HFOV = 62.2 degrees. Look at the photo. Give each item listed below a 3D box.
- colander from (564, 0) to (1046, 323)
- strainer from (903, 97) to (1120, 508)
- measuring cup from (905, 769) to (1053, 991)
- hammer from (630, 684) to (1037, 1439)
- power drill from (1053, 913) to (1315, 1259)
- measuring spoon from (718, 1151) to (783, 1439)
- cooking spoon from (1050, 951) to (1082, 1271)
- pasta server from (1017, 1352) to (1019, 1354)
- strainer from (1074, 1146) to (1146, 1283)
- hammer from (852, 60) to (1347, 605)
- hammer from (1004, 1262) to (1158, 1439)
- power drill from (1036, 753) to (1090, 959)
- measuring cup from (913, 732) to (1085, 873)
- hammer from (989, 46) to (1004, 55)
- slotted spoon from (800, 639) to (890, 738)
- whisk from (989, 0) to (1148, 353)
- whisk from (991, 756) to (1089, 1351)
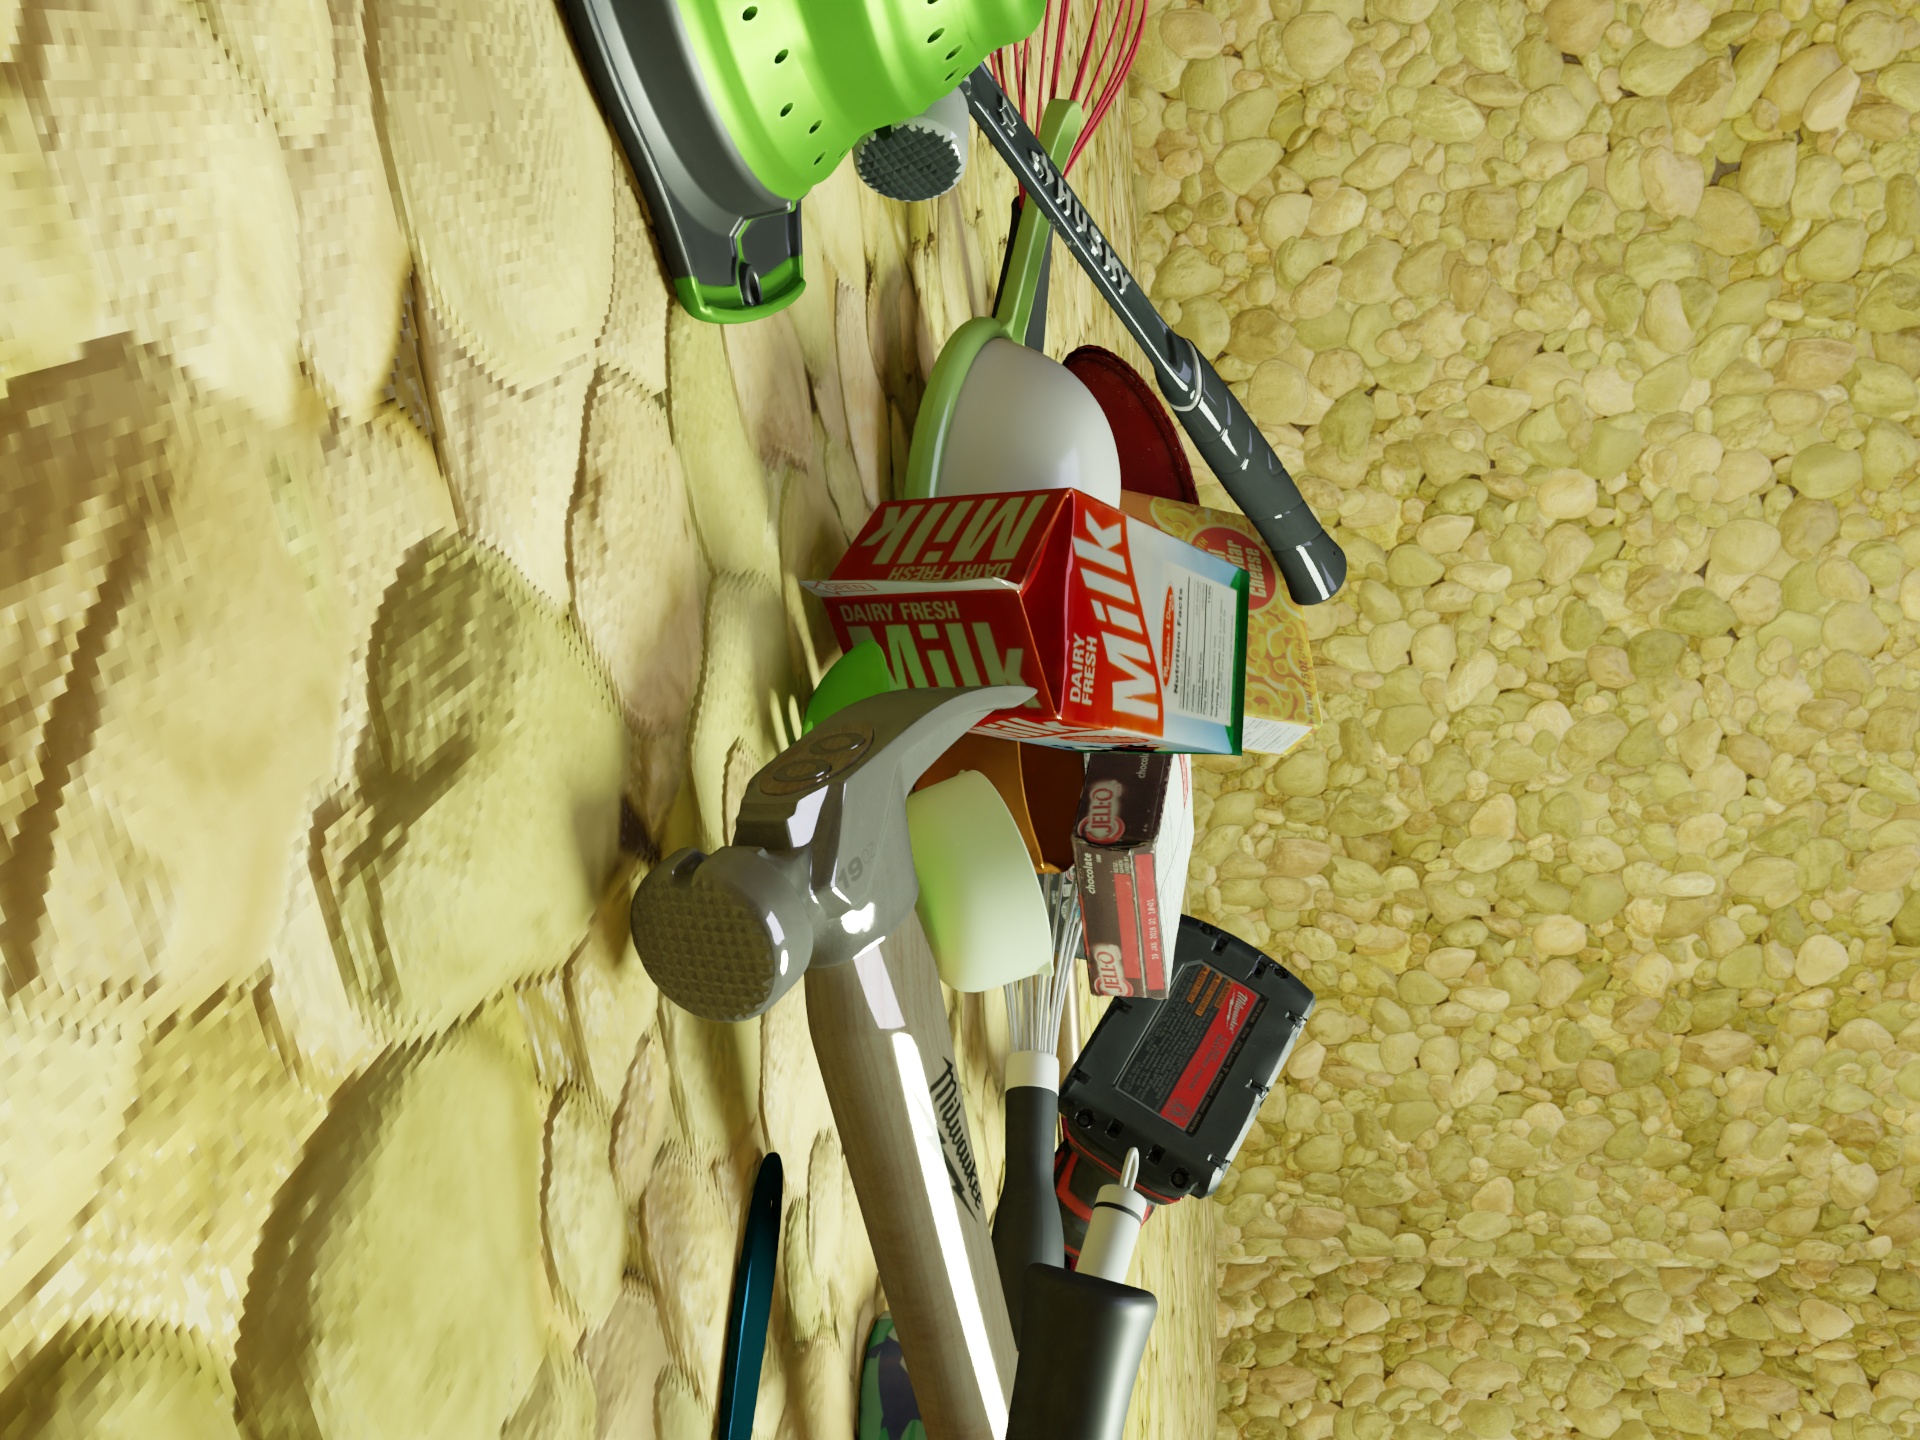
[{"bbox_3d":[-0.038,-0.300,0.368,0.204,0.094,0.397,-65,150,-69],"label":"colander"},{"bbox_3d":[0.041,-0.140,0.670,0.151,0.069,0.256,36,66,-73],"label":"strainer"},{"bbox_3d":[-0.005,0.079,0.602,0.167,0.038,0.083,106,-37,-63],"label":"measuring cup"},{"bbox_3d":[0.010,0.193,0.448,0.146,0.038,0.410,-41,125,-55],"label":"hammer"},{"bbox_3d":[0.109,0.174,0.809,0.188,0.080,0.226,-55,167,-23],"label":"power drill"},{"bbox_3d":[-0.045,0.167,0.386,0.042,0.021,0.129,72,18,-54],"label":"measuring spoon"},{"bbox_3d":[0.068,0.220,0.991,0.069,0.017,0.319,-27,114,-81],"label":"cooking spoon"},{"bbox_3d":[0.025,0.321,0.680,0.040,0.060,0.316,38,19,-7],"label":"pasta server"},{"bbox_3d":[0.025,0.268,0.554,0.259,0.050,0.086,-66,146,-33],"label":"strainer"},{"bbox_3d":[0.081,-0.159,0.661,0.408,0.036,0.149,39,46,-50],"label":"hammer"},{"bbox_3d":[0.000,0.288,0.364,0.146,0.035,0.335,-1,101,-77],"label":"hammer"},{"bbox_3d":[0.084,0.030,0.908,0.228,0.080,0.190,-35,120,-78],"label":"power drill"},{"bbox_3d":[-0.001,-0.002,0.617,0.173,0.052,0.095,54,36,-50],"label":"measuring cup"},{"bbox_3d":[-0.016,-0.312,0.668,0.332,0.031,0.129,-80,163,-50],"label":"hammer"},{"bbox_3d":[-0.016,0.103,0.549,0.070,0.031,0.313,-108,-174,-49],"label":"slotted spoon"},{"bbox_3d":[0.038,-0.262,0.761,0.295,0.073,0.073,99,-3,-53],"label":"whisk"},{"bbox_3d":[0.033,0.123,0.689,0.070,0.070,0.285,71,19,-56],"label":"whisk"}]
